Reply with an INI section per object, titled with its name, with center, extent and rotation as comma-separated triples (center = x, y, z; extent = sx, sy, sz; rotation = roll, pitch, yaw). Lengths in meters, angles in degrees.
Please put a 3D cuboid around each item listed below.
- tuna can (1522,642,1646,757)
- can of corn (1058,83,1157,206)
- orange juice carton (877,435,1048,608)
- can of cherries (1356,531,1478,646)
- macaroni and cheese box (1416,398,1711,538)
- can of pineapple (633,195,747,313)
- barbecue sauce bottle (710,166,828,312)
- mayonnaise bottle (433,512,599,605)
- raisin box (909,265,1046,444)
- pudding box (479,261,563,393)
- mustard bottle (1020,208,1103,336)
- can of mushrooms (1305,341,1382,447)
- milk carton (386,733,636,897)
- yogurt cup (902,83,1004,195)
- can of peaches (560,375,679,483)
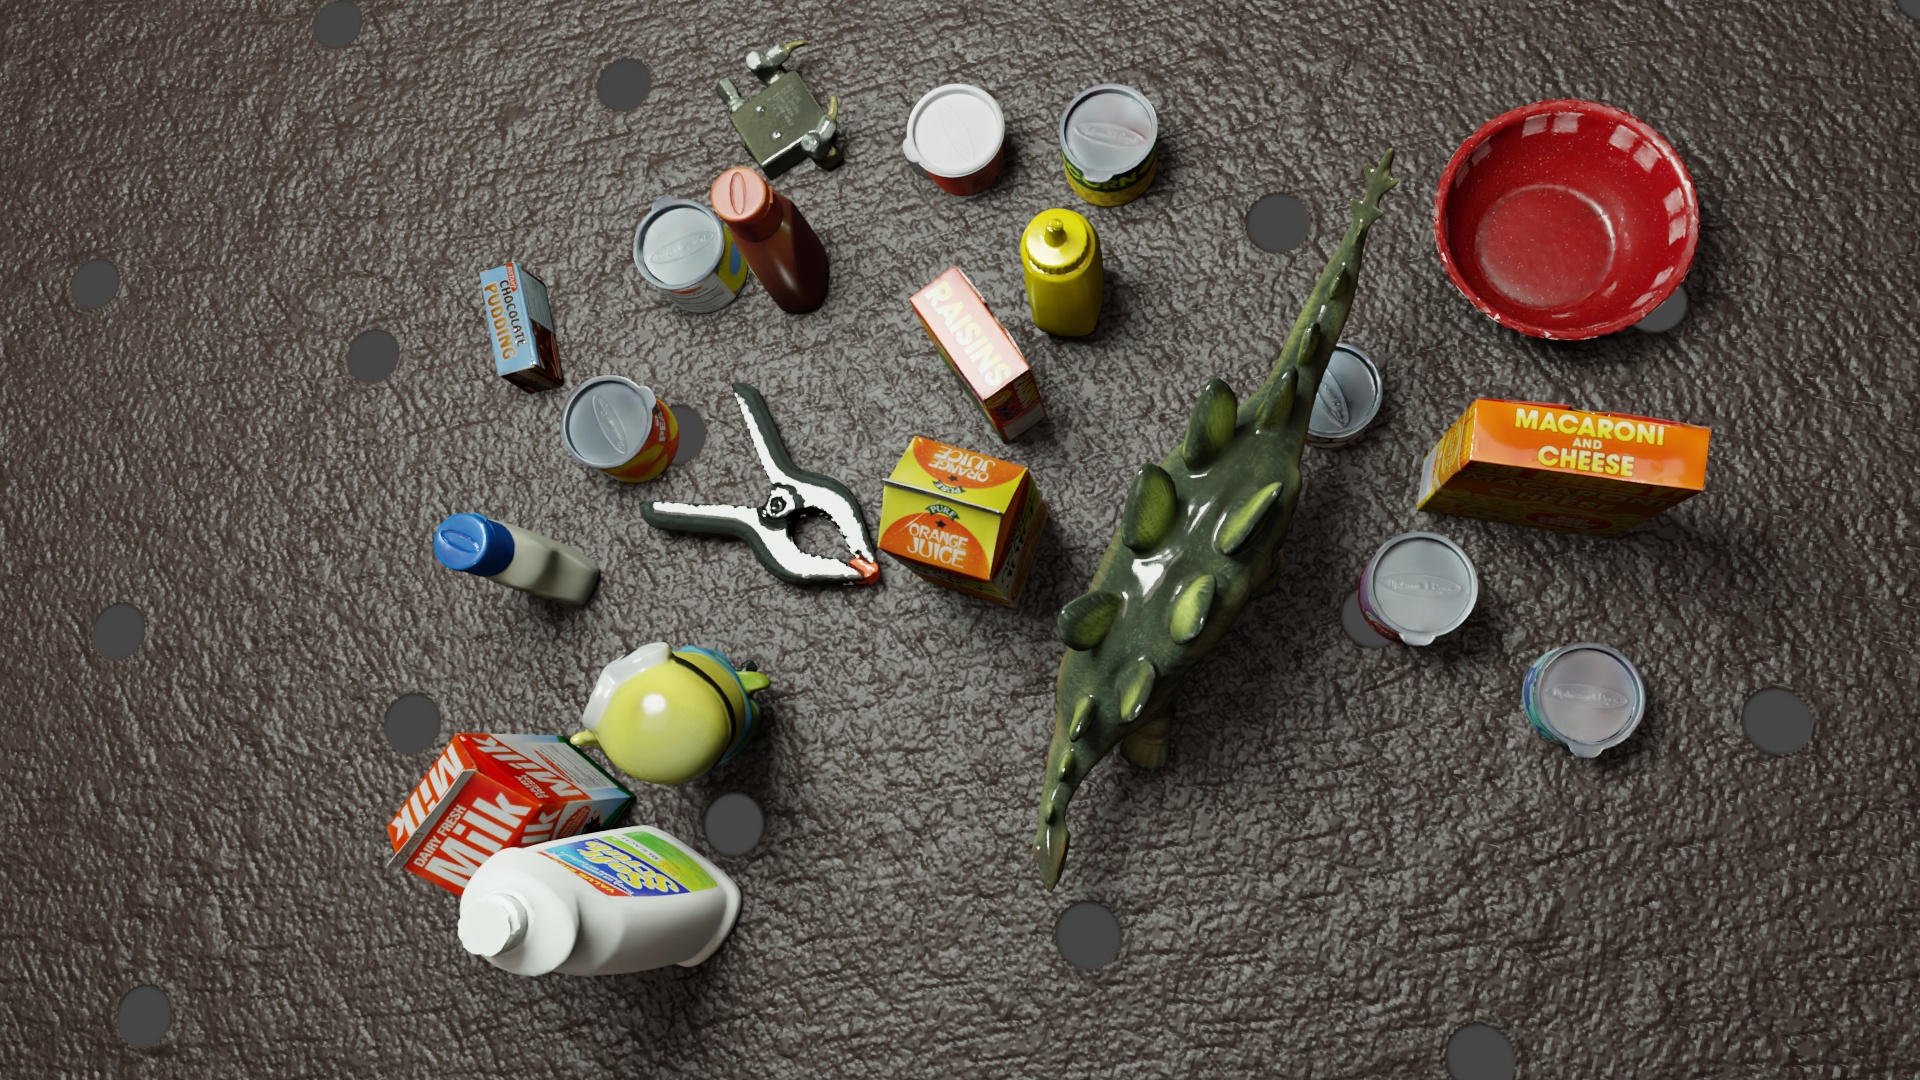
[tuna can]
center = 0.388, 0.100, 0.868
extent = 0.071, 0.033, 0.071
rotation = -1, 80, 8
[can of corn]
center = 0.102, -0.269, 0.960
extent = 0.071, 0.058, 0.071
rotation = -1, 81, 8
[orange juice carton]
center = 0.003, -0.011, 0.862
extent = 0.072, 0.192, 0.073
rotation = 17, 84, 11
[can of cherries]
center = 0.287, 0.034, 0.881
extent = 0.071, 0.058, 0.071
rotation = -1, 81, 8
[macaroni and cheese box]
center = 0.351, -0.041, 0.829
extent = 0.124, 0.166, 0.040
rotation = 9, 83, 10
[can of pineapple]
center = -0.192, -0.203, 0.992
extent = 0.071, 0.058, 0.071
rotation = -1, 81, 8
[barbecue sauce bottle]
center = -0.127, -0.205, 0.936
extent = 0.044, 0.148, 0.065
rotation = -6, 80, 8
[mayonnaise bottle]
center = -0.297, 0.012, 0.925
extent = 0.065, 0.148, 0.041
rotation = 23, 85, 11
[raisin box]
center = 0.014, -0.119, 0.914
extent = 0.040, 0.123, 0.086
rotation = -35, 78, 2
[pudding box]
center = -0.317, -0.154, 1.006
extent = 0.030, 0.049, 0.084
rotation = -16, 79, 6
[mustard bottle]
center = 0.065, -0.179, 0.898
extent = 0.049, 0.160, 0.065
rotation = 5, 82, 9
[can of mushrooms]
center = 0.242, -0.096, 0.922
extent = 0.071, 0.033, 0.071
rotation = -1, 80, 8
[milk carton]
center = -0.287, 0.171, 0.875
extent = 0.073, 0.190, 0.072
rotation = 36, 88, 12
[yogurt cup]
center = 0.000, -0.279, 0.979
extent = 0.072, 0.054, 0.072
rotation = -1, 81, 8
[can of peaches]
center = -0.236, -0.078, 0.977
extent = 0.071, 0.058, 0.071
rotation = -1, 81, 8
